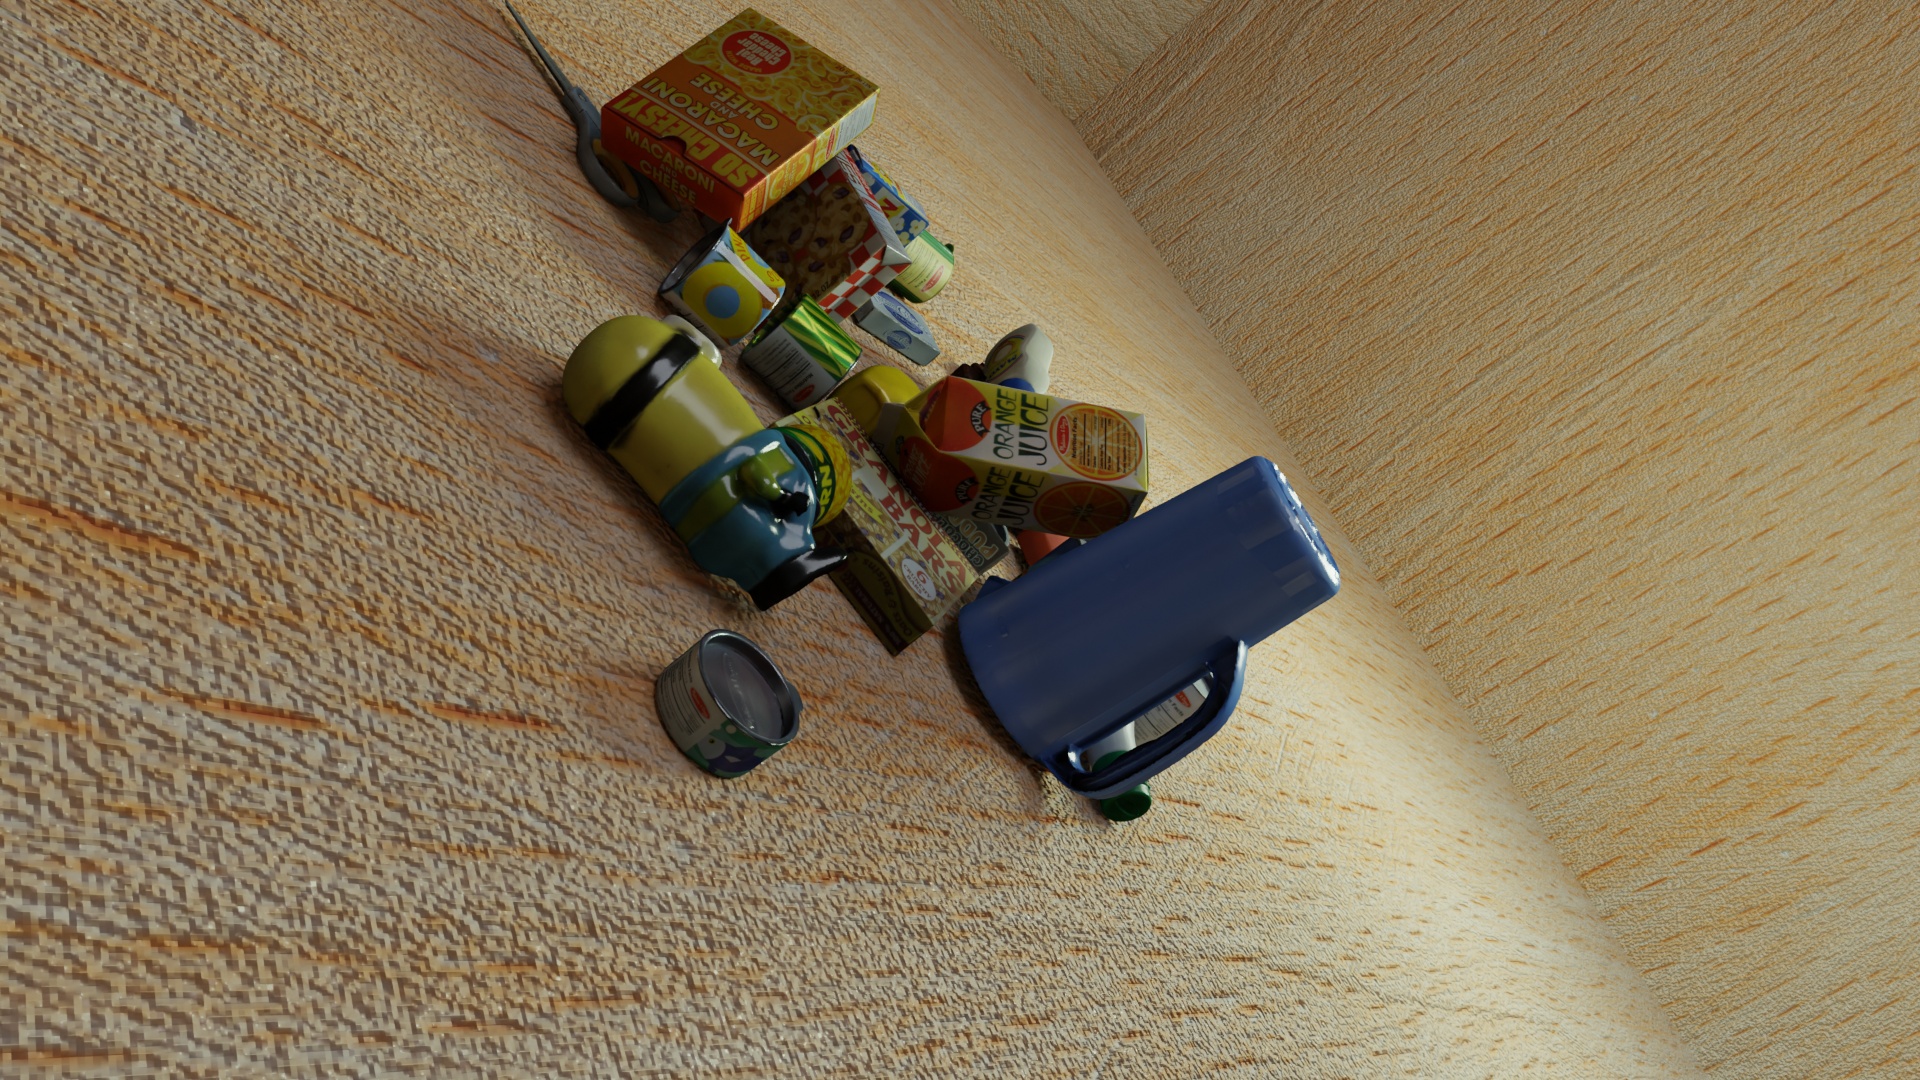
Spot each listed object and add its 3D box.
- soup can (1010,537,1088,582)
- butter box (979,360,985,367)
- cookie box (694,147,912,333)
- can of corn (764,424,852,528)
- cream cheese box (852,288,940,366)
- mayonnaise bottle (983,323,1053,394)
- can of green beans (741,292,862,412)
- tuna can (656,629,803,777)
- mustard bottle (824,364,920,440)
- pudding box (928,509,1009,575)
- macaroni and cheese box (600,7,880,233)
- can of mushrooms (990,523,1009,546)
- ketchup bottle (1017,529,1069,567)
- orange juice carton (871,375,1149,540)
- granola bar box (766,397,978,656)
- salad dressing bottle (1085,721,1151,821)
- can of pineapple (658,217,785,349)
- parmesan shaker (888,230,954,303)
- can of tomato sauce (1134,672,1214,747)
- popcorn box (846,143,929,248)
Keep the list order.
[{"bbox_3d":[0.081,0.042,1.089,0.071,0.083,0.072,44,21,-22],"label":"soup can"},{"bbox_3d":[0.044,-0.130,1.391,0.103,0.024,0.053,50,20,-5],"label":"butter box"},{"bbox_3d":[-0.125,-0.238,1.055,0.040,0.122,0.168,21,36,-58],"label":"cookie box"},{"bbox_3d":[-0.103,-0.035,0.834,0.071,0.071,0.058,54,19,5],"label":"can of corn"},{"bbox_3d":[-0.064,-0.203,1.277,0.103,0.024,0.053,27,30,-51],"label":"cream cheese box"},{"bbox_3d":[0.048,-0.137,1.191,0.041,0.064,0.149,47,21,-18],"label":"mayonnaise bottle"},{"bbox_3d":[-0.113,-0.133,0.986,0.057,0.071,0.071,45,20,-18],"label":"can of green beans"},{"bbox_3d":[-0.111,0.079,0.672,0.071,0.032,0.071,44,21,-22],"label":"tuna can"},{"bbox_3d":[-0.060,-0.103,1.063,0.049,0.065,0.160,52,13,1],"label":"mustard bottle"},{"bbox_3d":[-0.009,-0.009,1.025,0.050,0.030,0.084,-33,85,-30],"label":"pudding box"},{"bbox_3d":[-0.156,-0.306,0.997,0.124,0.040,0.167,33,54,9],"label":"macaroni and cheese box"},{"bbox_3d":[0.004,-0.014,1.087,0.071,0.033,0.071,45,21,-22],"label":"can of mushrooms"},{"bbox_3d":[0.095,0.051,1.163,0.064,0.043,0.149,31,28,-44],"label":"ketchup bottle"},{"bbox_3d":[0.032,-0.060,0.995,0.193,0.071,0.073,10,55,-9],"label":"orange juice carton"},{"bbox_3d":[-0.064,-0.015,0.930,0.165,0.039,0.124,52,19,-2],"label":"granola bar box"},{"bbox_3d":[0.107,0.140,1.038,0.064,0.044,0.148,44,21,-37],"label":"salad dressing bottle"},{"bbox_3d":[-0.160,-0.173,0.944,0.057,0.071,0.071,44,21,-25],"label":"can of pineapple"},{"bbox_3d":[-0.062,-0.289,1.362,0.103,0.071,0.071,33,27,-43],"label":"parmesan shaker"},{"bbox_3d":[0.158,0.128,1.112,0.071,0.083,0.071,45,21,-22],"label":"can of tomato sauce"},{"bbox_3d":[-0.100,-0.246,1.120,0.085,0.126,0.038,32,24,-45],"label":"popcorn box"}]
